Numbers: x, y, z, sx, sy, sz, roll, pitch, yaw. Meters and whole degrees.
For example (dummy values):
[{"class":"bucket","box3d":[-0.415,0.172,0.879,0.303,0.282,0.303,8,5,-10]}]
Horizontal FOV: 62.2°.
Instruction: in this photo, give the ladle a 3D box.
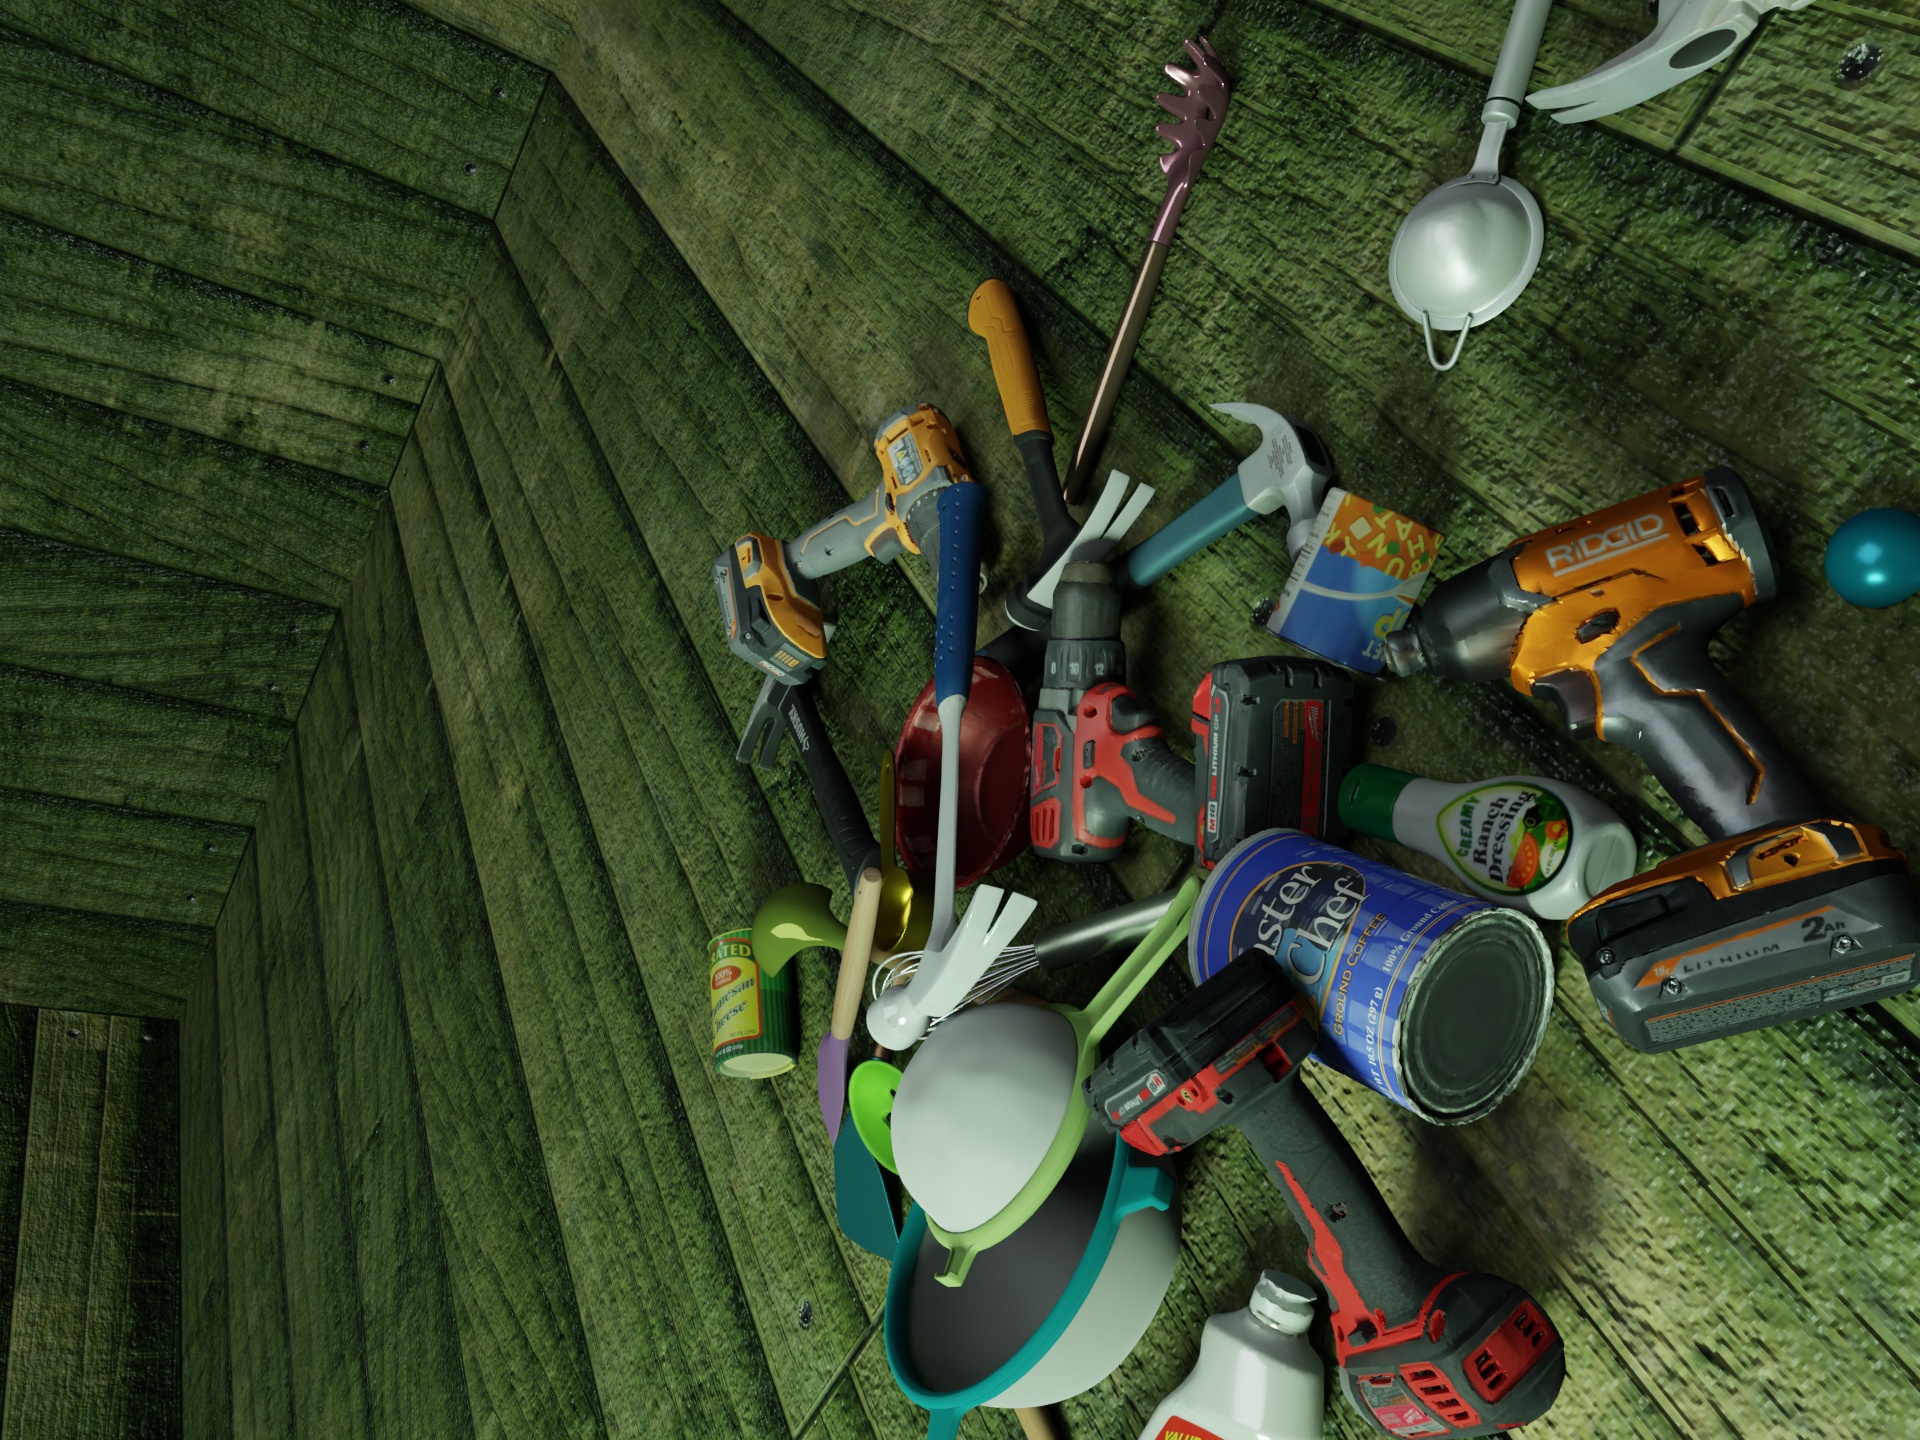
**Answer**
[{"class":"ladle","box3d":[-0.038,0.170,1.091,0.320,0.062,0.078,11,58,46]}]

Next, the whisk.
[{"class":"whisk","box3d":[0.045,0.143,0.968,0.246,0.059,0.058,-22,93,27]}]

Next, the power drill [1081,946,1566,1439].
[{"class":"power drill","box3d":[0.159,0.225,0.724,0.220,0.078,0.143,52,153,15]}]

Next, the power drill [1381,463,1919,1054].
[{"class":"power drill","box3d":[0.277,0.015,0.659,0.164,0.084,0.227,-19,58,18]}]

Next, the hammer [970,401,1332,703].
[{"class":"hammer","box3d":[0.106,-0.091,1.028,0.331,0.033,0.128,-33,53,45]}]

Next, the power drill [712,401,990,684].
[{"class":"power drill","box3d":[-0.078,-0.120,1.231,0.226,0.084,0.186,-35,49,19]}]

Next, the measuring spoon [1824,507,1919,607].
[{"class":"measuring spoon","box3d":[0.395,-0.065,0.613,0.129,0.021,0.042,9,85,57]}]

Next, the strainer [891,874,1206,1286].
[{"class":"strainer","box3d":[0.037,0.172,0.874,0.256,0.069,0.152,-52,18,15]}]

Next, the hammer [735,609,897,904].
[{"class":"hammer","box3d":[-0.109,0.044,1.247,0.146,0.035,0.335,-61,29,19]}]

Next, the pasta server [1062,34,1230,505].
[{"class":"pasta server","box3d":[0.120,-0.301,1.085,0.060,0.040,0.316,37,109,64]}]

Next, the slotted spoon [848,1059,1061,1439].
[{"class":"slotted spoon","box3d":[0.003,0.344,0.998,0.070,0.031,0.314,-59,43,29]}]

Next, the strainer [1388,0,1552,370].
[{"class":"strainer","box3d":[0.286,-0.319,0.854,0.087,0.050,0.258,15,87,40]}]

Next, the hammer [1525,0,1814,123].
[{"class":"hammer","box3d":[0.356,-0.502,0.822,0.143,0.038,0.386,-18,63,53]}]

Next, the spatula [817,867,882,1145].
[{"class":"spatula","box3d":[-0.079,0.197,1.089,0.315,0.018,0.060,104,151,-48]}]

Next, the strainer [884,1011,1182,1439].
[{"class":"strainer","box3d":[0.046,0.275,0.942,0.211,0.095,0.341,-53,17,8]}]

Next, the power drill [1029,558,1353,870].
[{"class":"power drill","box3d":[0.118,-0.002,0.921,0.227,0.080,0.188,5,93,59]}]

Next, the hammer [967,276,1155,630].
[{"class":"hammer","box3d":[0.052,-0.218,1.119,0.127,0.034,0.337,-51,34,34]}]

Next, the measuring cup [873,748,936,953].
[{"class":"measuring cup","box3d":[-0.038,0.087,1.082,0.062,0.029,0.157,-46,37,43]}]

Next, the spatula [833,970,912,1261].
[{"class":"spatula","box3d":[-0.042,0.217,1.136,0.082,0.044,0.317,0,73,55]}]

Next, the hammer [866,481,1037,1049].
[{"class":"hammer","box3d":[-0.002,-0.003,1.005,0.144,0.035,0.406,-49,29,44]}]
